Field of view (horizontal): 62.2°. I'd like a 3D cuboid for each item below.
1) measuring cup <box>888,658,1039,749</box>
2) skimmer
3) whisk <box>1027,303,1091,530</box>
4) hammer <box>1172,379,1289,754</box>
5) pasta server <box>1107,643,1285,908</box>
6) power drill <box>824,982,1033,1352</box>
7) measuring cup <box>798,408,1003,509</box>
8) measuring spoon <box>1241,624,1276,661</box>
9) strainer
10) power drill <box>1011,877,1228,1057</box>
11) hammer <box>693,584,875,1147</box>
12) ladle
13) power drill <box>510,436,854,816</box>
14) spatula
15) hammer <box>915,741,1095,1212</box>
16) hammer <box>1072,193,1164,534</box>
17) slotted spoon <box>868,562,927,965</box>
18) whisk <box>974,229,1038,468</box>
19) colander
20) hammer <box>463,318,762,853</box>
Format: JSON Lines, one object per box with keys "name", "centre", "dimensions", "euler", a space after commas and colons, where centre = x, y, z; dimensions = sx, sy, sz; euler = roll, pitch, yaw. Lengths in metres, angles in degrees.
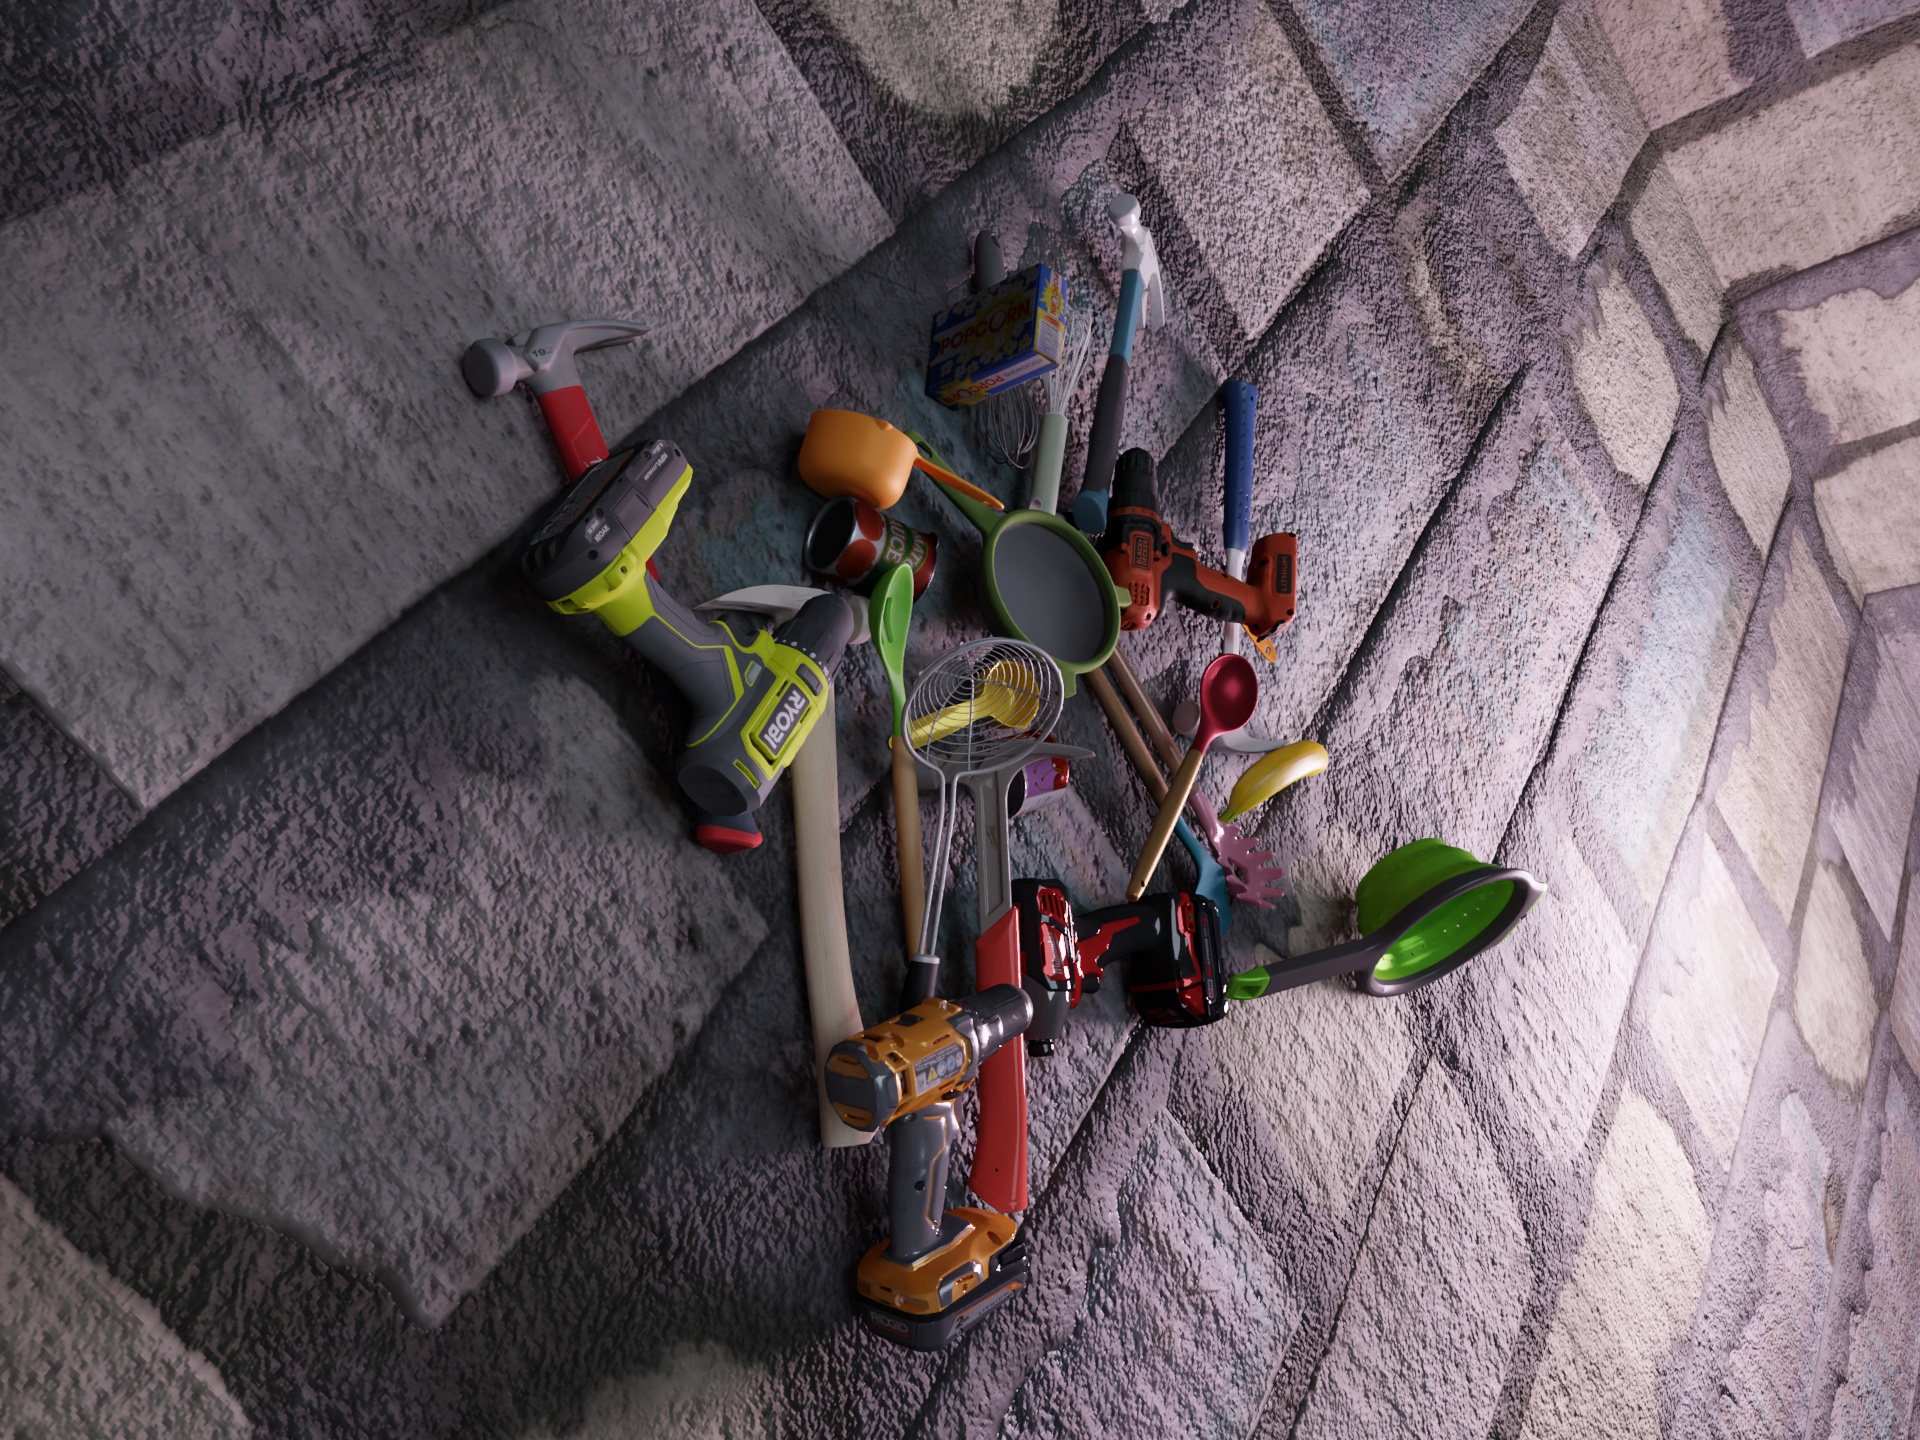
{"name": "measuring cup", "centre": [-0.002, -0.004, 1.315], "dimensions": [0.156, 0.029, 0.062], "euler": [-23, 94, -33]}
{"name": "skimmer", "centre": [-0.004, 0.119, 1.179], "dimensions": [0.127, 0.090, 0.363], "euler": [12, 83, -29]}
{"name": "whisk", "centre": [0.086, -0.277, 1.440], "dimensions": [0.059, 0.058, 0.246], "euler": [34, 55, -43]}
{"name": "hammer", "centre": [0.281, -0.157, 1.613], "dimensions": [0.144, 0.035, 0.406], "euler": [22, 64, -38]}
{"name": "pasta server", "centre": [0.210, 0.043, 1.486], "dimensions": [0.060, 0.040, 0.316], "euler": [-41, 105, -42]}
{"name": "power drill", "centre": [-0.007, 0.309, 1.149], "dimensions": [0.185, 0.084, 0.226], "euler": [-17, 104, -47]}
{"name": "measuring cup", "centre": [-0.047, -0.184, 1.253], "dimensions": [0.173, 0.095, 0.052], "euler": [24, 77, -21]}
{"name": "measuring spoon", "centre": [0.278, -0.098, 1.564], "dimensions": [0.116, 0.011, 0.021], "euler": [48, 57, -28]}
{"name": "strainer", "centre": [0.025, -0.136, 1.347], "dimensions": [0.256, 0.069, 0.151], "euler": [45, 47, -12]}
{"name": "power drill", "centre": [0.122, 0.208, 1.336], "dimensions": [0.219, 0.078, 0.143], "euler": [8, 72, -39]}
{"name": "hammer", "centre": [-0.111, 0.103, 1.167], "dimensions": [0.146, 0.038, 0.411], "euler": [2, 78, -42]}
{"name": "ladle", "centre": [0.203, 0.048, 1.420], "dimensions": [0.069, 0.031, 0.316], "euler": [48, 45, -17]}
{"name": "power drill", "centre": [-0.172, -0.074, 1.075], "dimensions": [0.228, 0.080, 0.191], "euler": [51, 47, -27]}
{"name": "spatula", "centre": [0.174, 0.070, 1.460], "dimensions": [0.082, 0.044, 0.317], "euler": [-35, 99, -43]}
{"name": "hammer", "centre": [0.039, 0.196, 1.238], "dimensions": [0.036, 0.149, 0.359], "euler": [30, 57, -80]}
{"name": "hammer", "centre": [0.146, -0.325, 1.495], "dimensions": [0.128, 0.033, 0.331], "euler": [52, 44, -56]}
{"name": "slotted spoon", "centre": [-0.044, 0.037, 1.221], "dimensions": [0.070, 0.031, 0.314], "euler": [-18, 104, -72]}
{"name": "whisk", "centre": [0.035, -0.333, 1.419], "dimensions": [0.055, 0.055, 0.239], "euler": [10, 68, -42]}
{"name": "colander", "centre": [0.405, 0.198, 1.594], "dimensions": [0.397, 0.204, 0.095], "euler": [-9, 50, -29]}
{"name": "hammer", "centre": [-0.213, -0.092, 1.121], "dimensions": [0.143, 0.038, 0.386], "euler": [-27, 98, -46]}
